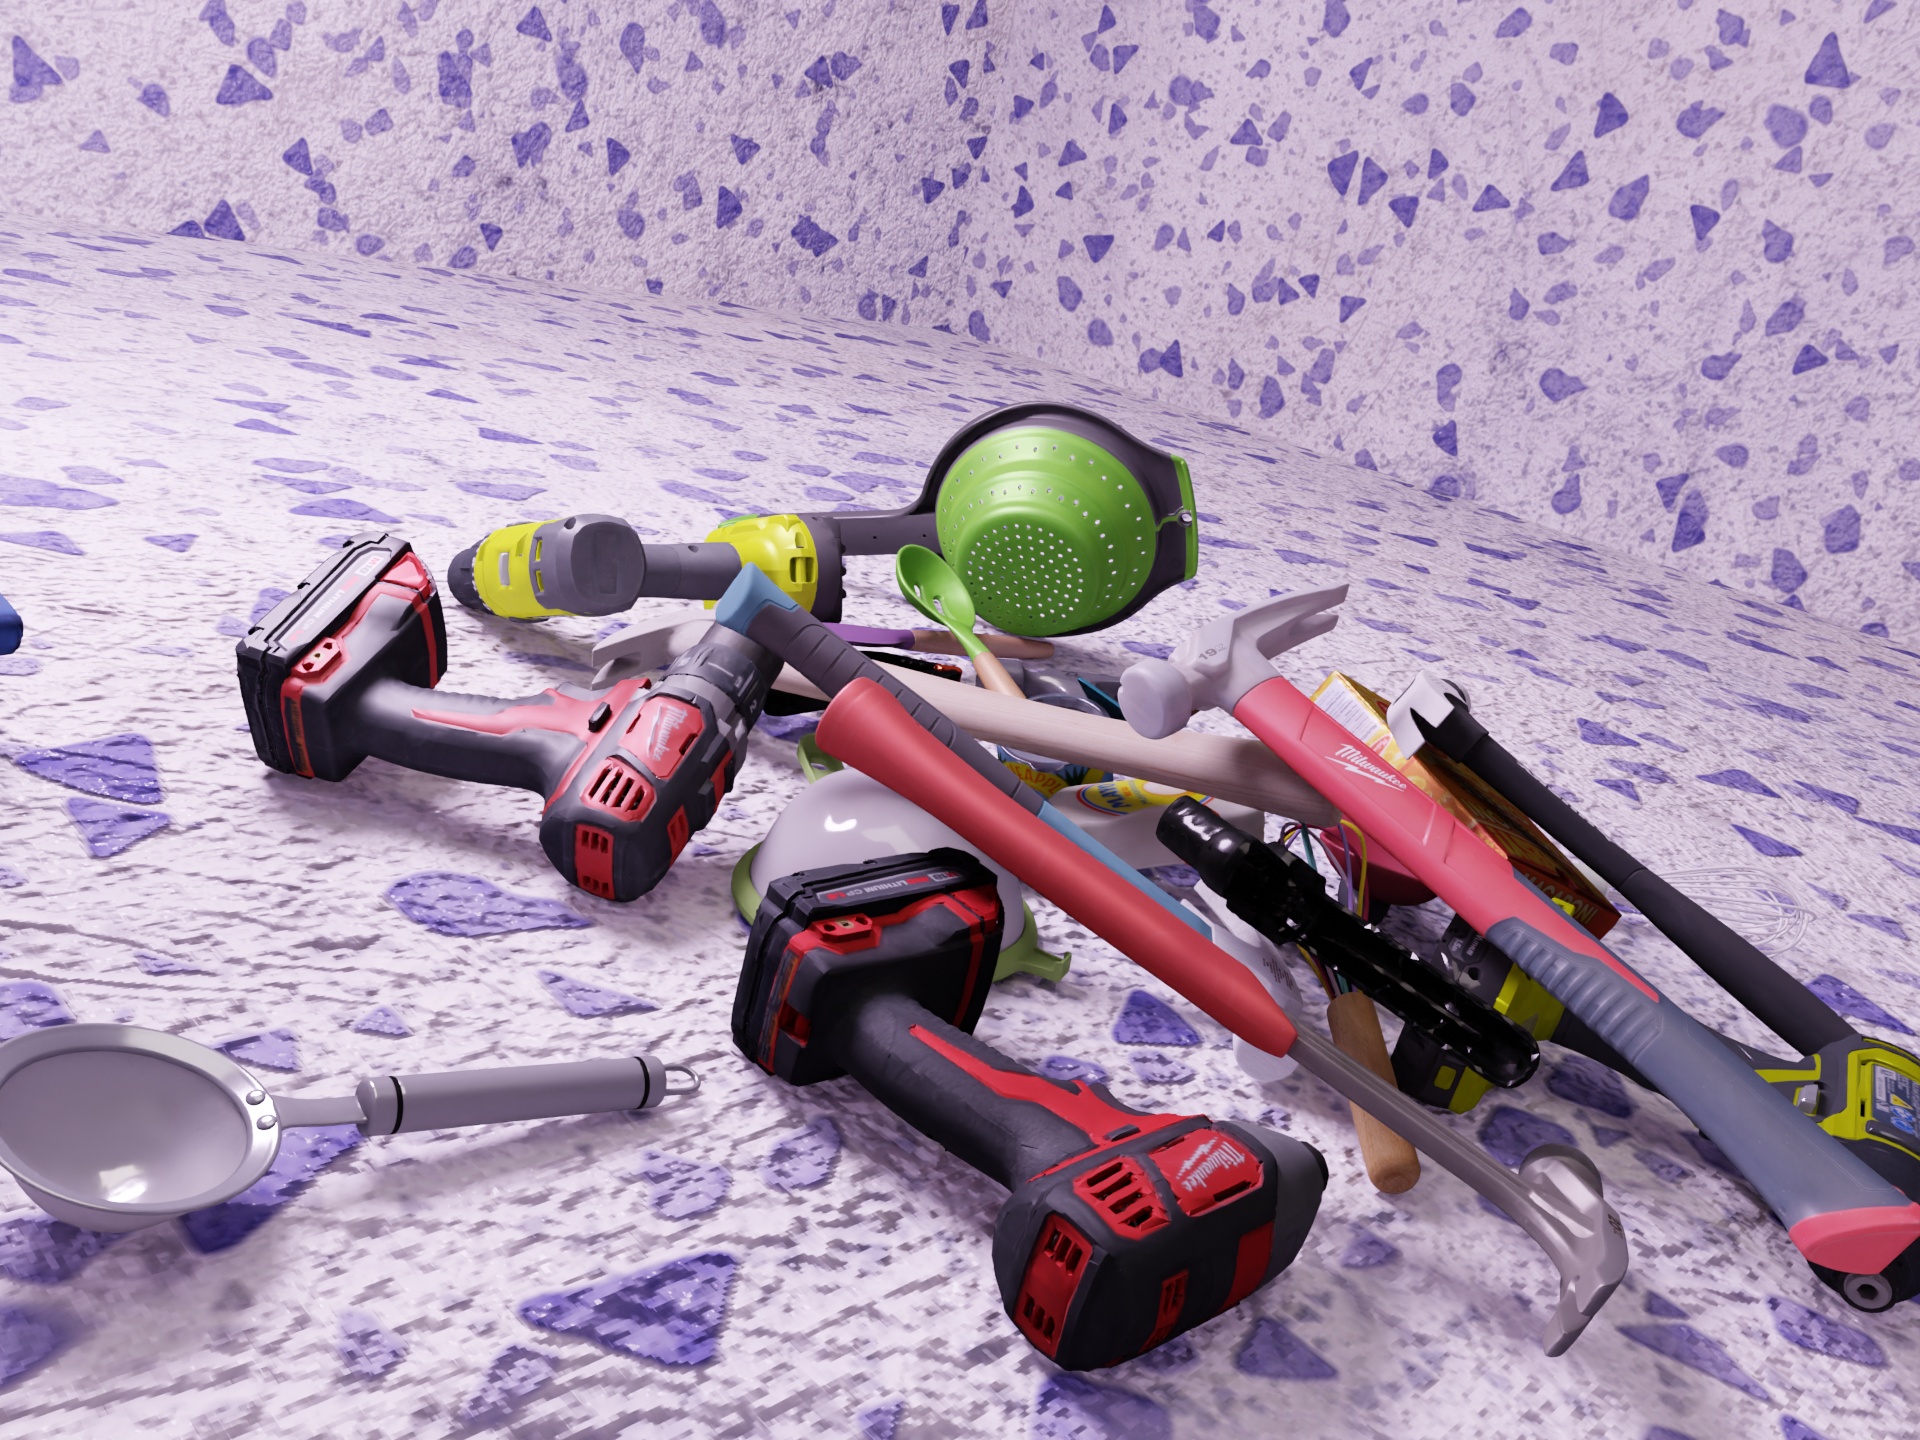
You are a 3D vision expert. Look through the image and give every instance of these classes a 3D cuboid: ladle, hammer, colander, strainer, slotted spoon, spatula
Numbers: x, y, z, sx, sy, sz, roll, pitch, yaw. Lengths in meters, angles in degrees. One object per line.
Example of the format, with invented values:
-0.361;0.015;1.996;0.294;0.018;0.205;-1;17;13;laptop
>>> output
0.216;0.033;0.960;0.069;0.031;0.316;21;20;-12;ladle
0.142;0.049;0.971;0.144;0.035;0.406;5;20;-23;hammer
-0.019;-0.132;1.240;0.397;0.204;0.095;0;34;18;colander
0.245;0.072;0.695;0.143;0.038;0.387;-24;52;-28;hammer
0.022;0.037;0.741;0.331;0.033;0.128;38;15;-1;hammer
-0.196;0.127;0.512;0.258;0.050;0.087;5;26;-40;strainer
0.356;0.092;0.817;0.335;0.035;0.146;43;18;17;hammer
0.085;0.094;0.609;0.359;0.036;0.149;35;12;18;hammer
0.023;-0.026;1.042;0.070;0.031;0.314;22;23;-36;slotted spoon
-0.001;-0.003;0.849;0.411;0.038;0.146;13;22;25;hammer
-0.020;-0.056;1.125;0.060;0.018;0.315;15;8;34;spatula
0.148;-0.014;1.030;0.082;0.044;0.317;36;23;12;spatula
-0.045;0.043;0.808;0.151;0.069;0.257;6;21;-20;strainer

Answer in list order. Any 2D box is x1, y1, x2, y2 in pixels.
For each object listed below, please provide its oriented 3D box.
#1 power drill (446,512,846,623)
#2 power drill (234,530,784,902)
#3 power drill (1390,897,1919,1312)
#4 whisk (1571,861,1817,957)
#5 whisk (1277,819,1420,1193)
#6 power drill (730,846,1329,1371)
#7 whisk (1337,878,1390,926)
-0.210;-0.097;1.054;0.228;0.080;0.191;-3;3;-41;power drill
-0.208;-0.018;0.782;0.227;0.080;0.188;18;44;9;power drill
0.314;0.162;0.703;0.223;0.080;0.171;24;26;22;power drill
0.401;0.104;0.977;0.246;0.058;0.059;9;-16;-1;whisk
0.179;0.116;0.733;0.047;0.051;0.245;-2;32;3;whisk
0.026;0.135;0.588;0.143;0.078;0.220;-5;29;-43;power drill
0.261;0.063;0.991;0.070;0.070;0.285;18;24;13;whisk
